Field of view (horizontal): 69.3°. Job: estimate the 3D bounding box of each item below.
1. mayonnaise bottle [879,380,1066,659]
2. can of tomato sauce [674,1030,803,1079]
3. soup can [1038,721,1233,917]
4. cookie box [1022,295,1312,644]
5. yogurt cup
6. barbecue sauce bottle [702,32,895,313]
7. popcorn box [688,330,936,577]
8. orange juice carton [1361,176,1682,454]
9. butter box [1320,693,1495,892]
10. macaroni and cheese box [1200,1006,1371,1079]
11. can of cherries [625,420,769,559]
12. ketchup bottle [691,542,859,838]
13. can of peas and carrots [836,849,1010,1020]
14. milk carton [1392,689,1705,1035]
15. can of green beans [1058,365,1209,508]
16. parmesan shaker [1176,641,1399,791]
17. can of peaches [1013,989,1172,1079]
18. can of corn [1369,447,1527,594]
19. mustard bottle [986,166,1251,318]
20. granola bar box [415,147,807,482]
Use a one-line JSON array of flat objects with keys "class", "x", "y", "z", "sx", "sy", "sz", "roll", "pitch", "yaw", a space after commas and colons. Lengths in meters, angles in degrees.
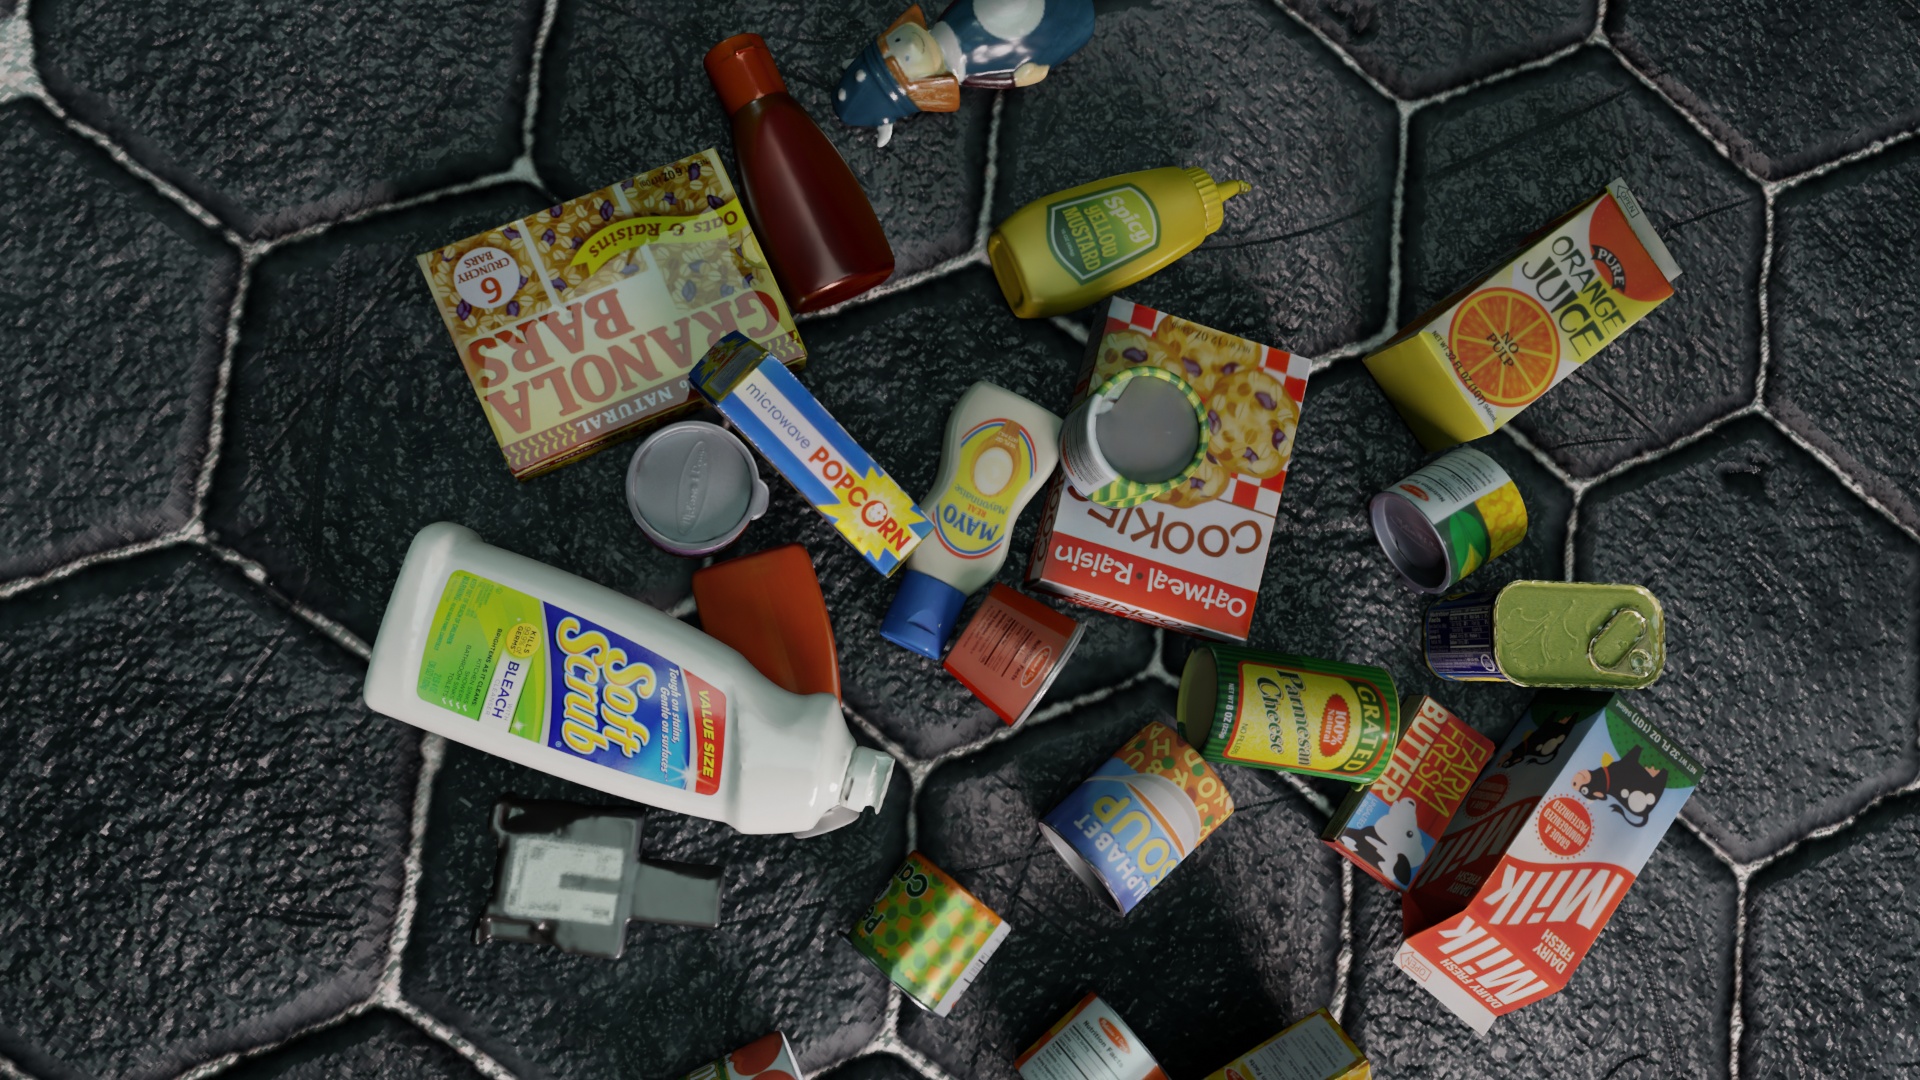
[{"class": "mayonnaise bottle", "x": 0.003, "y": -0.009, "z": 0.755, "sx": 0.065, "sy": 0.041, "sz": 0.148, "roll": 26, "pitch": 79, "yaw": -8}, {"class": "can of tomato sauce", "x": -0.116, "y": 0.290, "z": 0.688, "sx": 0.083, "sy": 0.071, "sz": 0.071, "roll": -23, "pitch": 89, "yaw": -13}, {"class": "soup can", "x": 0.095, "y": 0.148, "z": 0.740, "sx": 0.084, "sy": 0.071, "sz": 0.071, "roll": -40, "pitch": 92, "yaw": -12}, {"class": "cookie box", "x": 0.117, "y": -0.037, "z": 0.781, "sx": 0.123, "sy": 0.040, "sz": 0.167, "roll": 17, "pitch": 80, "yaw": -8}, {"class": "yogurt cup", "x": 0.026, "y": 0.059, "z": 0.742, "sx": 0.054, "sy": 0.072, "sz": 0.072, "roll": 34, "pitch": 79, "yaw": 3}, {"class": "barbecue sauce bottle", "x": -0.093, "y": -0.202, "z": 0.757, "sx": 0.065, "sy": 0.043, "sz": 0.148, "roll": -25, "pitch": 88, "yaw": -19}, {"class": "popcorn box", "x": -0.077, "y": -0.045, "z": 0.701, "sx": 0.038, "sy": 0.085, "sz": 0.126, "roll": -45, "pitch": 114, "yaw": -4}, {"class": "orange juice carton", "x": 0.340, "y": -0.136, "z": 0.817, "sx": 0.193, "sy": 0.073, "sz": 0.072, "roll": -35, "pitch": 91, "yaw": -13}, {"class": "butter box", "x": 0.256, "y": 0.143, "z": 0.795, "sx": 0.053, "sy": 0.024, "sz": 0.104, "roll": 37, "pitch": 79, "yaw": -4}, {"class": "macaroni and cheese box", "x": 0.134, "y": 0.328, "z": 0.714, "sx": 0.167, "sy": 0.040, "sz": 0.123, "roll": -26, "pitch": 127, "yaw": -12}, {"class": "can of cherries", "x": -0.136, "y": -0.024, "z": 0.722, "sx": 0.071, "sy": 0.058, "sz": 0.071, "roll": 1, "pitch": 83, "yaw": -11}, {"class": "ketchup bottle", "x": -0.091, "y": 0.079, "z": 0.727, "sx": 0.065, "sy": 0.043, "sz": 0.149, "roll": -17, "pitch": 87, "yaw": -6}, {"class": "can of peas and carrots", "x": -0.018, "y": 0.201, "z": 0.716, "sx": 0.071, "sy": 0.071, "sz": 0.059, "roll": 40, "pitch": 78, "yaw": -4}, {"class": "milk carton", "x": 0.320, "y": 0.179, "z": 0.778, "sx": 0.072, "sy": 0.073, "sz": 0.191, "roll": 40, "pitch": 79, "yaw": -5}, {"class": "can of green beans", "x": 0.090, "y": -0.053, "z": 0.727, "sx": 0.071, "sy": 0.057, "sz": 0.071, "roll": 1, "pitch": 82, "yaw": -10}, {"class": "parmesan shaker", "x": 0.178, "y": 0.098, "z": 0.765, "sx": 0.103, "sy": 0.071, "sz": 0.071, "roll": 9, "pitch": 83, "yaw": -9}, {"class": "can of peaches", "x": 0.070, "y": 0.281, "z": 0.726, "sx": 0.058, "sy": 0.071, "sz": 0.071, "roll": -39, "pitch": 92, "yaw": -12}, {"class": "can of corn", "x": 0.280, "y": -0.010, "z": 0.797, "sx": 0.058, "sy": 0.071, "sz": 0.071, "roll": -29, "pitch": 90, "yaw": -12}, {"class": "mustard bottle", "x": 0.096, "y": -0.178, "z": 0.787, "sx": 0.160, "sy": 0.048, "sz": 0.065, "roll": -24, "pitch": 91, "yaw": -12}, {"class": "granola bar box", "x": -0.181, "y": -0.119, "z": 0.734, "sx": 0.166, "sy": 0.039, "sz": 0.124, "roll": -24, "pitch": 89, "yaw": -12}]
